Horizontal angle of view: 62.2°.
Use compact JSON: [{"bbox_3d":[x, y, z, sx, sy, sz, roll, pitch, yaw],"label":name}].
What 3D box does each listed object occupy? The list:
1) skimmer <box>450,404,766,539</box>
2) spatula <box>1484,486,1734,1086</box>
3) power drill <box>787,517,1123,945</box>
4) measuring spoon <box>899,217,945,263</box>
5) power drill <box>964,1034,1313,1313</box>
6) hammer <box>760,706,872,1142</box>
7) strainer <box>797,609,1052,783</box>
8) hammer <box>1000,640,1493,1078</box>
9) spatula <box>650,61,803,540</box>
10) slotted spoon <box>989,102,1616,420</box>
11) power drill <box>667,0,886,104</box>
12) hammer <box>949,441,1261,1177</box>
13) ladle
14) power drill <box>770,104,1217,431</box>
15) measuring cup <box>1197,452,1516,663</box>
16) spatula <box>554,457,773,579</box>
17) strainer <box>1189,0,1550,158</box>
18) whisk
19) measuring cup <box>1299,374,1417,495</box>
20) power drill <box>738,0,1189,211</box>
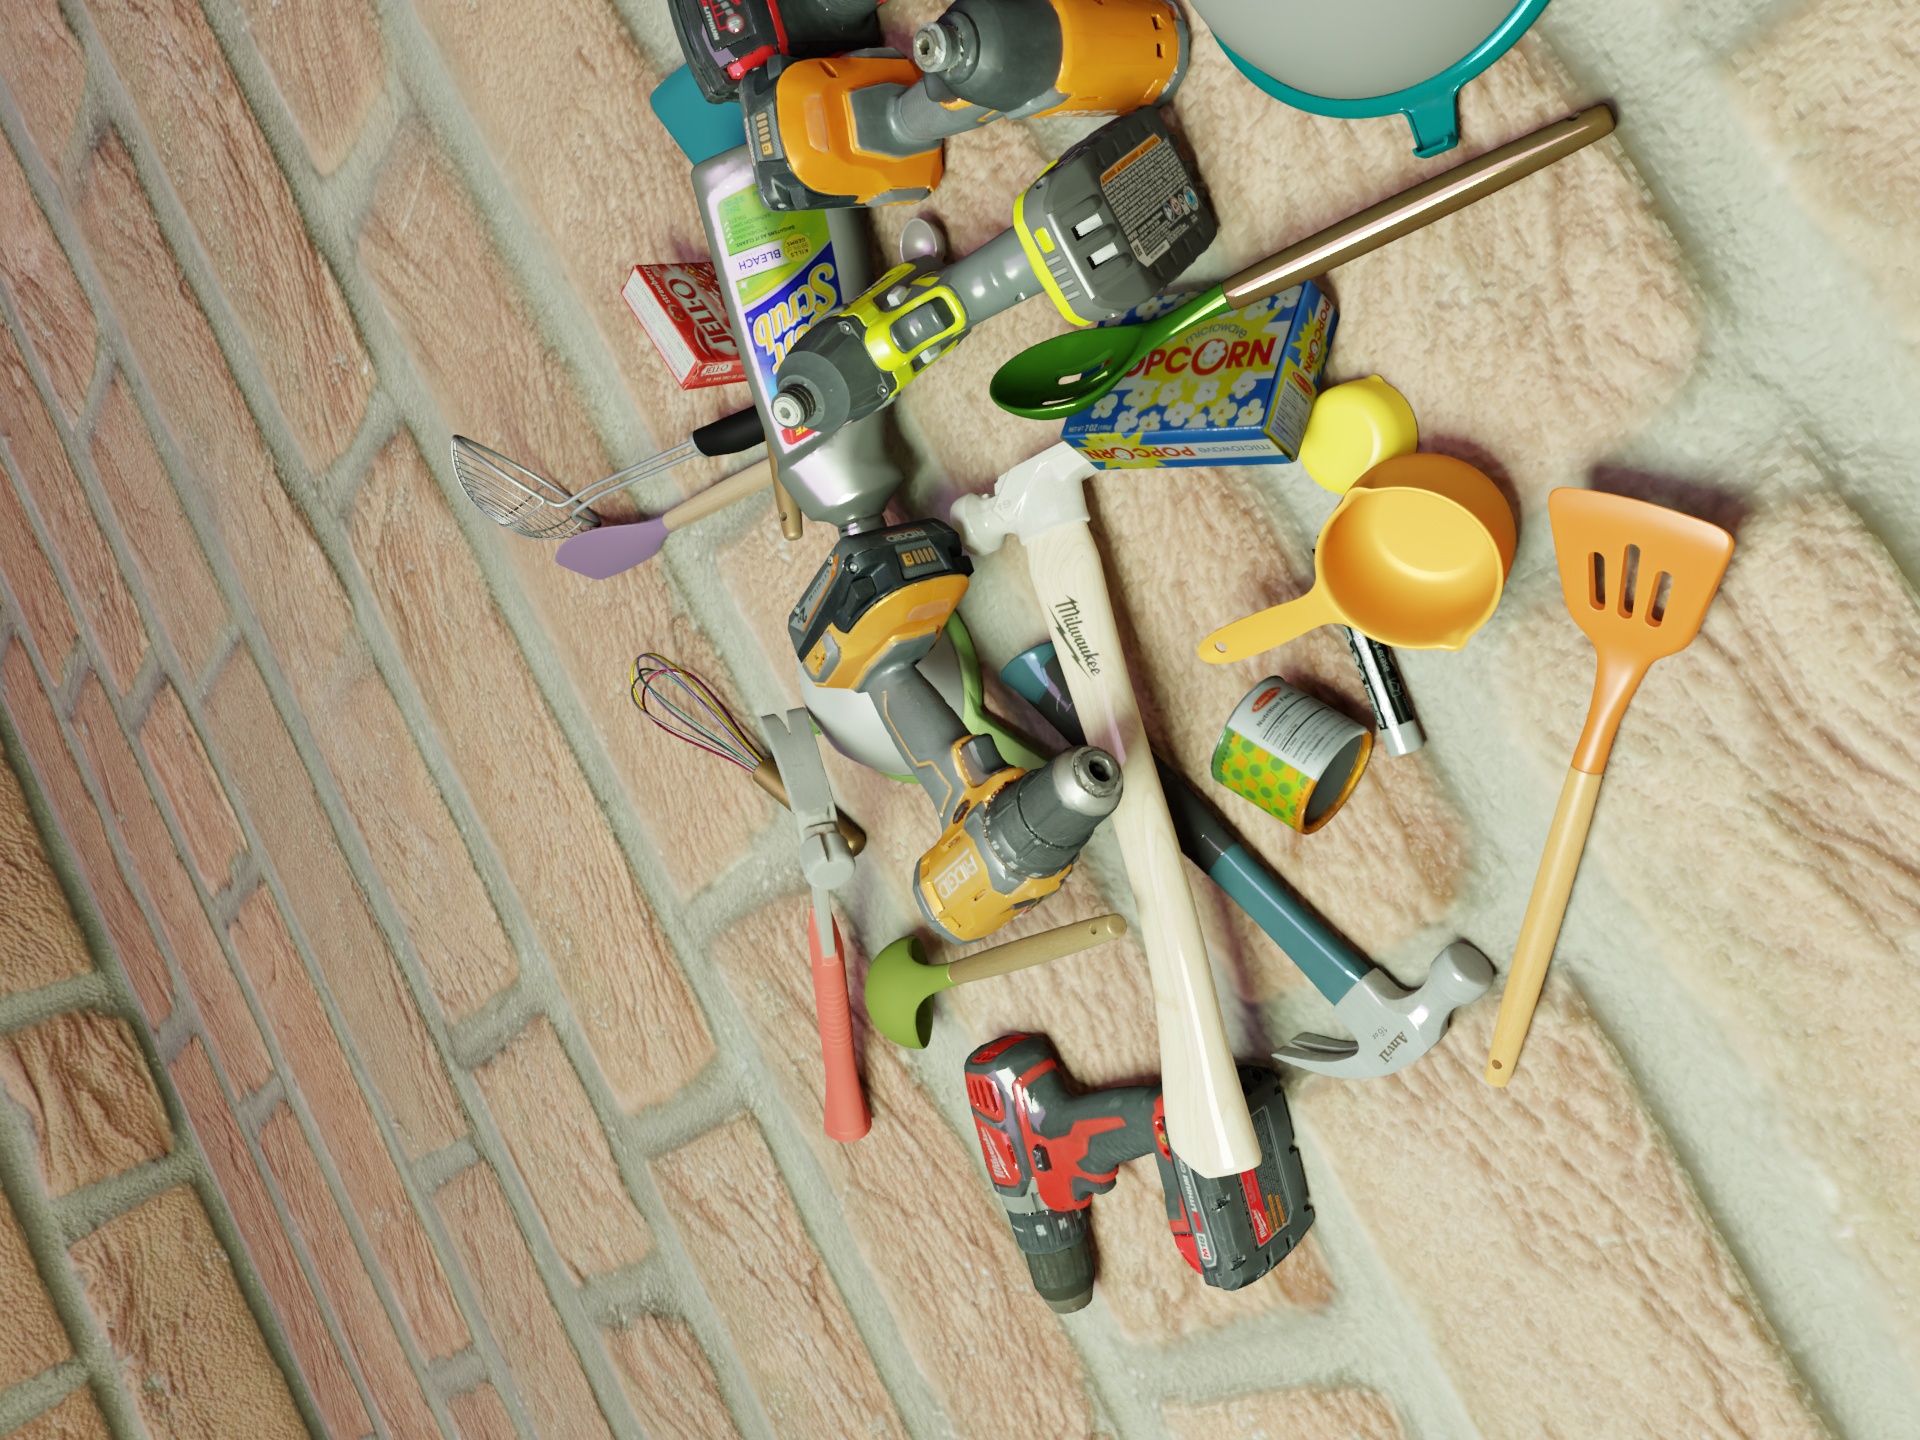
[{"bbox_3d":[-0.228,-0.207,1.147,0.363,0.127,0.090,-14,63,34],"label":"skimmer"},{"bbox_3d":[0.289,0.046,0.759,0.081,0.041,0.322,25,121,35],"label":"spatula"},{"bbox_3d":[-0.001,-0.003,0.898,0.226,0.084,0.185,64,146,15],"label":"power drill"},{"bbox_3d":[-0.033,-0.254,0.983,0.034,0.018,0.124,50,139,26],"label":"measuring spoon"},{"bbox_3d":[0.104,0.296,1.002,0.227,0.080,0.188,-9,98,48],"label":"power drill"},{"bbox_3d":[-0.094,0.166,1.106,0.149,0.036,0.358,-114,17,-47],"label":"hammer"},{"bbox_3d":[-0.025,0.001,1.022,0.257,0.069,0.151,33,125,33],"label":"strainer"},{"bbox_3d":[0.142,0.069,0.913,0.331,0.033,0.128,46,130,22],"label":"hammer"},{"bbox_3d":[-0.139,-0.271,1.031,0.082,0.044,0.317,-15,81,39],"label":"spatula"},{"bbox_3d":[0.151,-0.212,0.758,0.314,0.070,0.031,-20,128,30],"label":"slotted spoon"},{"bbox_3d":[-0.058,-0.416,0.857,0.220,0.143,0.078,-12,99,48],"label":"power drill"},{"bbox_3d":[0.104,0.043,0.882,0.146,0.038,0.411,-21,79,39],"label":"hammer"},{"bbox_3d":[0.021,0.153,0.989,0.320,0.062,0.078,-31,59,58],"label":"ladle"},{"bbox_3d":[0.008,-0.224,0.838,0.223,0.171,0.080,-18,112,39],"label":"power drill"},{"bbox_3d":[0.192,-0.071,0.788,0.173,0.052,0.095,-24,109,45],"label":"measuring cup"},{"bbox_3d":[-0.197,-0.153,1.156,0.316,0.059,0.018,-17,61,41],"label":"spatula"},{"bbox_3d":[0.118,-0.412,0.721,0.341,0.095,0.210,40,128,25],"label":"strainer"},{"bbox_3d":[-0.163,0.027,1.185,0.245,0.051,0.047,37,93,23],"label":"whisk"},{"bbox_3d":[0.157,-0.155,0.819,0.157,0.029,0.062,22,119,34],"label":"measuring cup"},{"bbox_3d":[-0.017,-0.328,0.833,0.226,0.164,0.084,1,106,46],"label":"power drill"}]
